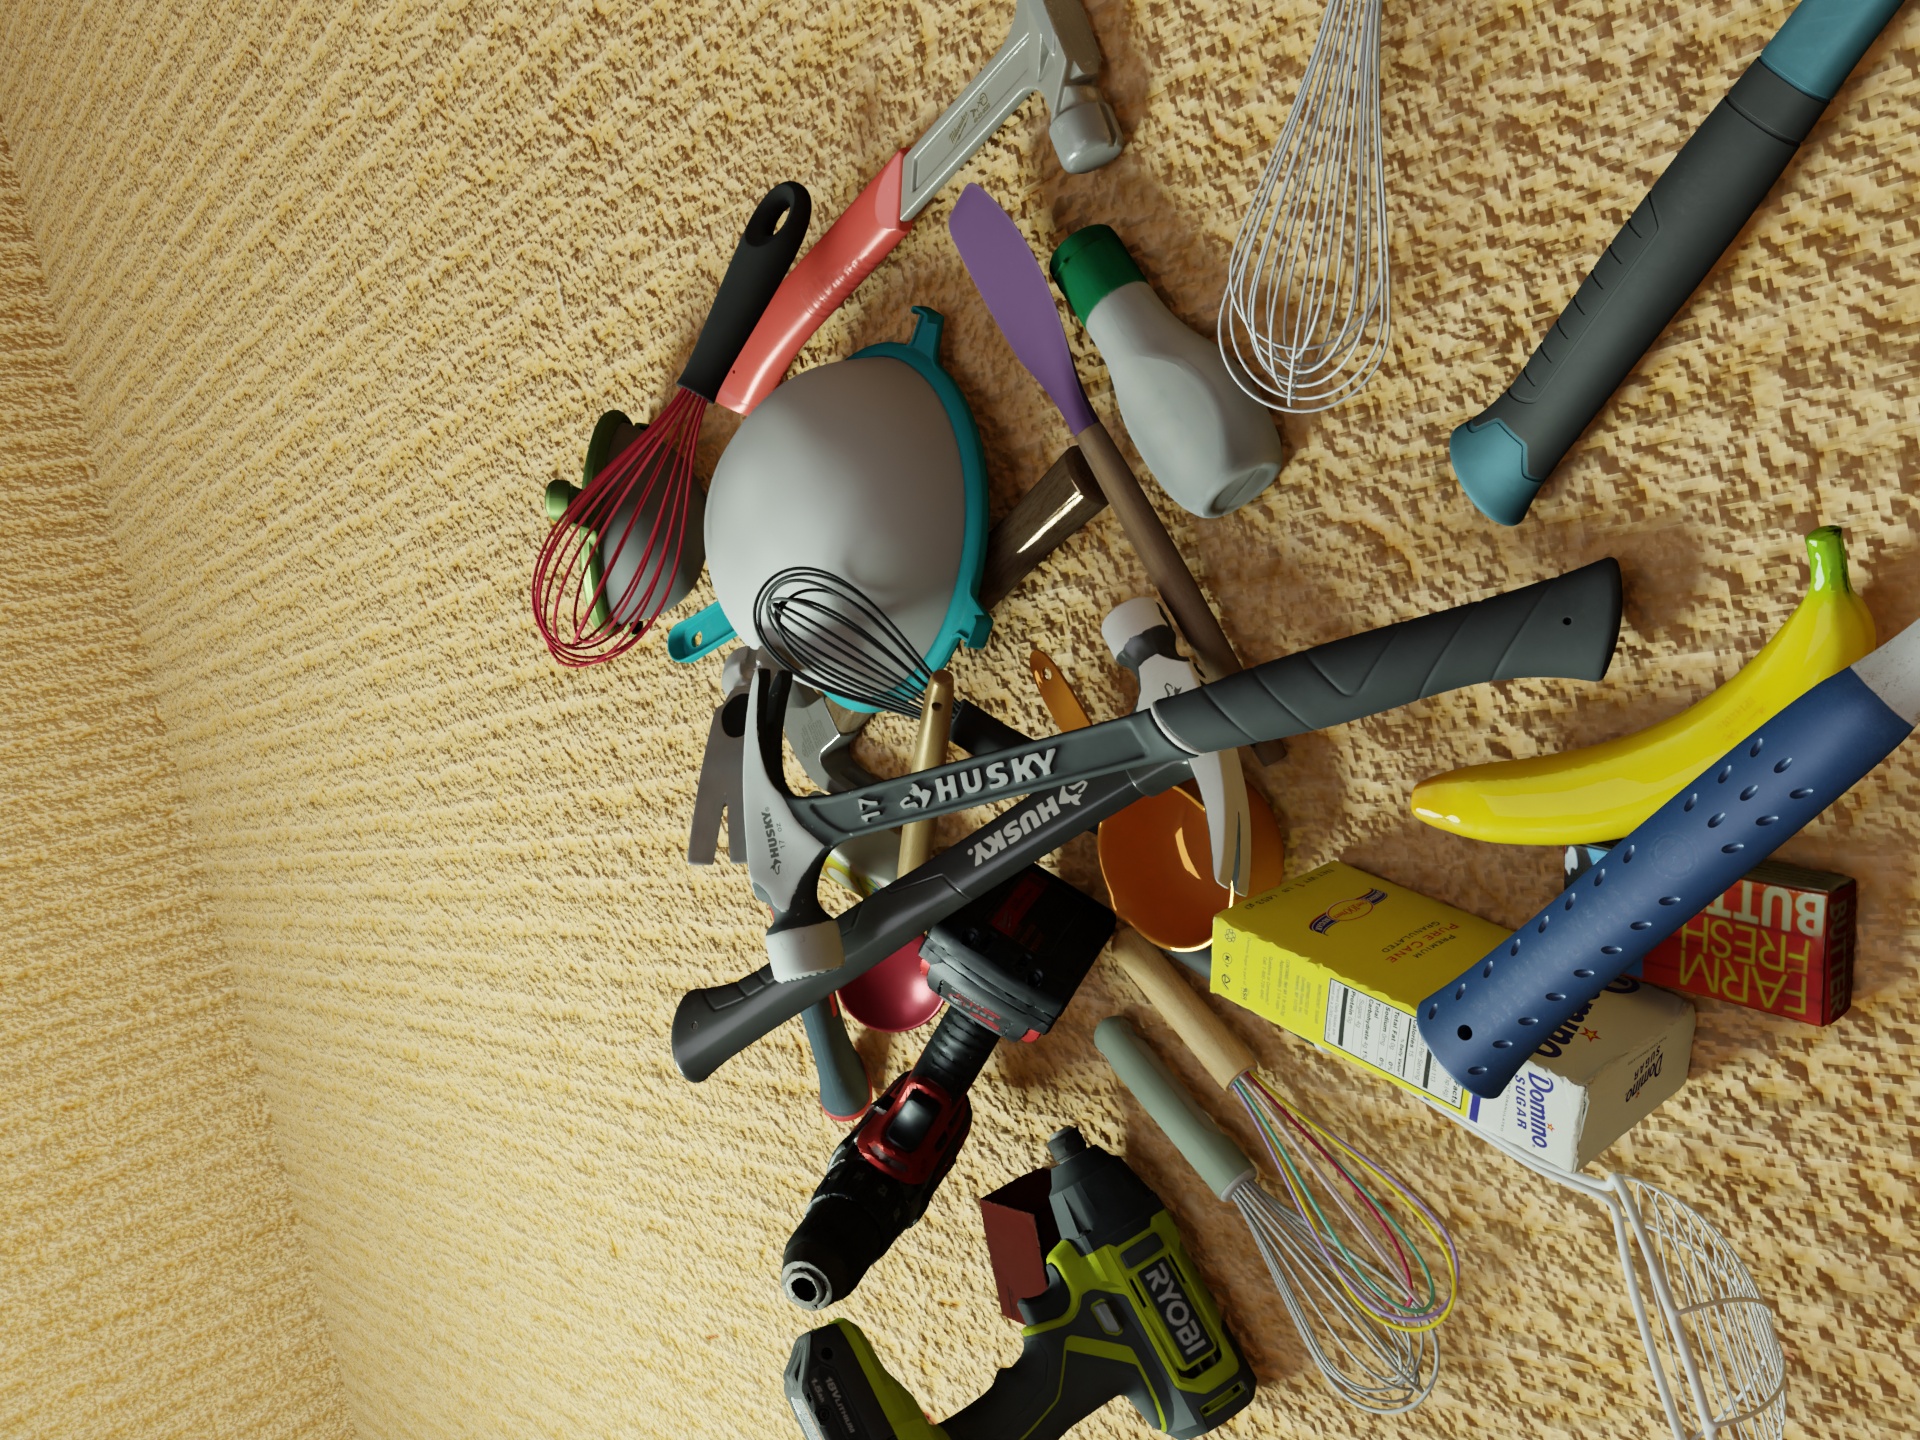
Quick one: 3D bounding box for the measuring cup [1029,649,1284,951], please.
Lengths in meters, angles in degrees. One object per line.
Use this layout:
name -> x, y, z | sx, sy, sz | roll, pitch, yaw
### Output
measuring cup -> 0.095, 0.030, 0.796 | 0.174, 0.052, 0.095 | 59, 139, 20

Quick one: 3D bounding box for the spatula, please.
spatula -> 0.075, -0.119, 0.766 | 0.316, 0.018, 0.060 | 62, 157, 4

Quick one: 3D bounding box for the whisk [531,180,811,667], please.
whisk -> -0.156, -0.163, 0.878 | 0.073, 0.073, 0.296 | 29, 93, 41

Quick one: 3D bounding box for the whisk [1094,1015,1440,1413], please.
whisk -> 0.149, 0.244, 0.817 | 0.059, 0.057, 0.247 | -48, 57, 9

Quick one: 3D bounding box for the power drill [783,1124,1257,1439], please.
power drill -> 0.026, 0.335, 0.848 | 0.171, 0.223, 0.080 | 60, 157, 14

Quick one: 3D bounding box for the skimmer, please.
skimmer -> 0.193, 0.190, 0.703 | 0.364, 0.090, 0.127 | 31, 156, 43

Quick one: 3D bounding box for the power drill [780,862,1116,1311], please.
power drill -> -0.015, 0.197, 0.858 | 0.080, 0.188, 0.226 | 31, 115, 9

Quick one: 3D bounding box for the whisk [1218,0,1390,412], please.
whisk -> 0.153, -0.264, 0.623 | 0.070, 0.070, 0.284 | 24, 116, 43

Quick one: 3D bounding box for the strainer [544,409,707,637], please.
strainer -> -0.204, -0.128, 1.012 | 0.256, 0.069, 0.151 | -117, 30, -87

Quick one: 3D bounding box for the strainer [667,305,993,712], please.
strainer -> -0.120, -0.094, 0.937 | 0.340, 0.095, 0.211 | -23, 71, 49

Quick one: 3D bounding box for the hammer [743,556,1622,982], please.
hammer -> 0.075, 0.003, 0.689 | 0.409, 0.036, 0.149 | -16, 82, 25

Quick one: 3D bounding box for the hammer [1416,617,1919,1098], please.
hammer -> 0.288, -0.020, 0.489 | 0.405, 0.035, 0.144 | -51, 61, 30

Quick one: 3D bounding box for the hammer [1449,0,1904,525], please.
hammer -> 0.265, -0.200, 0.525 | 0.128, 0.033, 0.330 | 53, 137, 25

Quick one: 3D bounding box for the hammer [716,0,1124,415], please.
hammer -> -0.053, -0.279, 0.876 | 0.359, 0.036, 0.149 | -30, 79, 50

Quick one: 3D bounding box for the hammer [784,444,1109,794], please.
hammer -> -0.016, -0.051, 0.915 | 0.331, 0.031, 0.130 | -40, 72, 49

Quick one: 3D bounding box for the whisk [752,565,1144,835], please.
whisk -> -0.001, -0.003, 0.819 | 0.239, 0.055, 0.055 | 33, 138, -9

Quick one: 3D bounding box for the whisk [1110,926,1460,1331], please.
whisk -> 0.151, 0.198, 0.793 | 0.245, 0.051, 0.047 | 50, 137, 32

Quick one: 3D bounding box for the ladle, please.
ladle -> -0.027, 0.080, 0.872 | 0.315, 0.069, 0.031 | 100, 178, -49

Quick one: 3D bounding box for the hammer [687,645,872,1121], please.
hammer -> -0.097, 0.142, 0.949 | 0.385, 0.038, 0.143 | 82, -172, -45

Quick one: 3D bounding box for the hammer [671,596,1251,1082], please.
hammer -> -0.011, 0.088, 0.774 | 0.334, 0.035, 0.146 | -34, 58, 18
